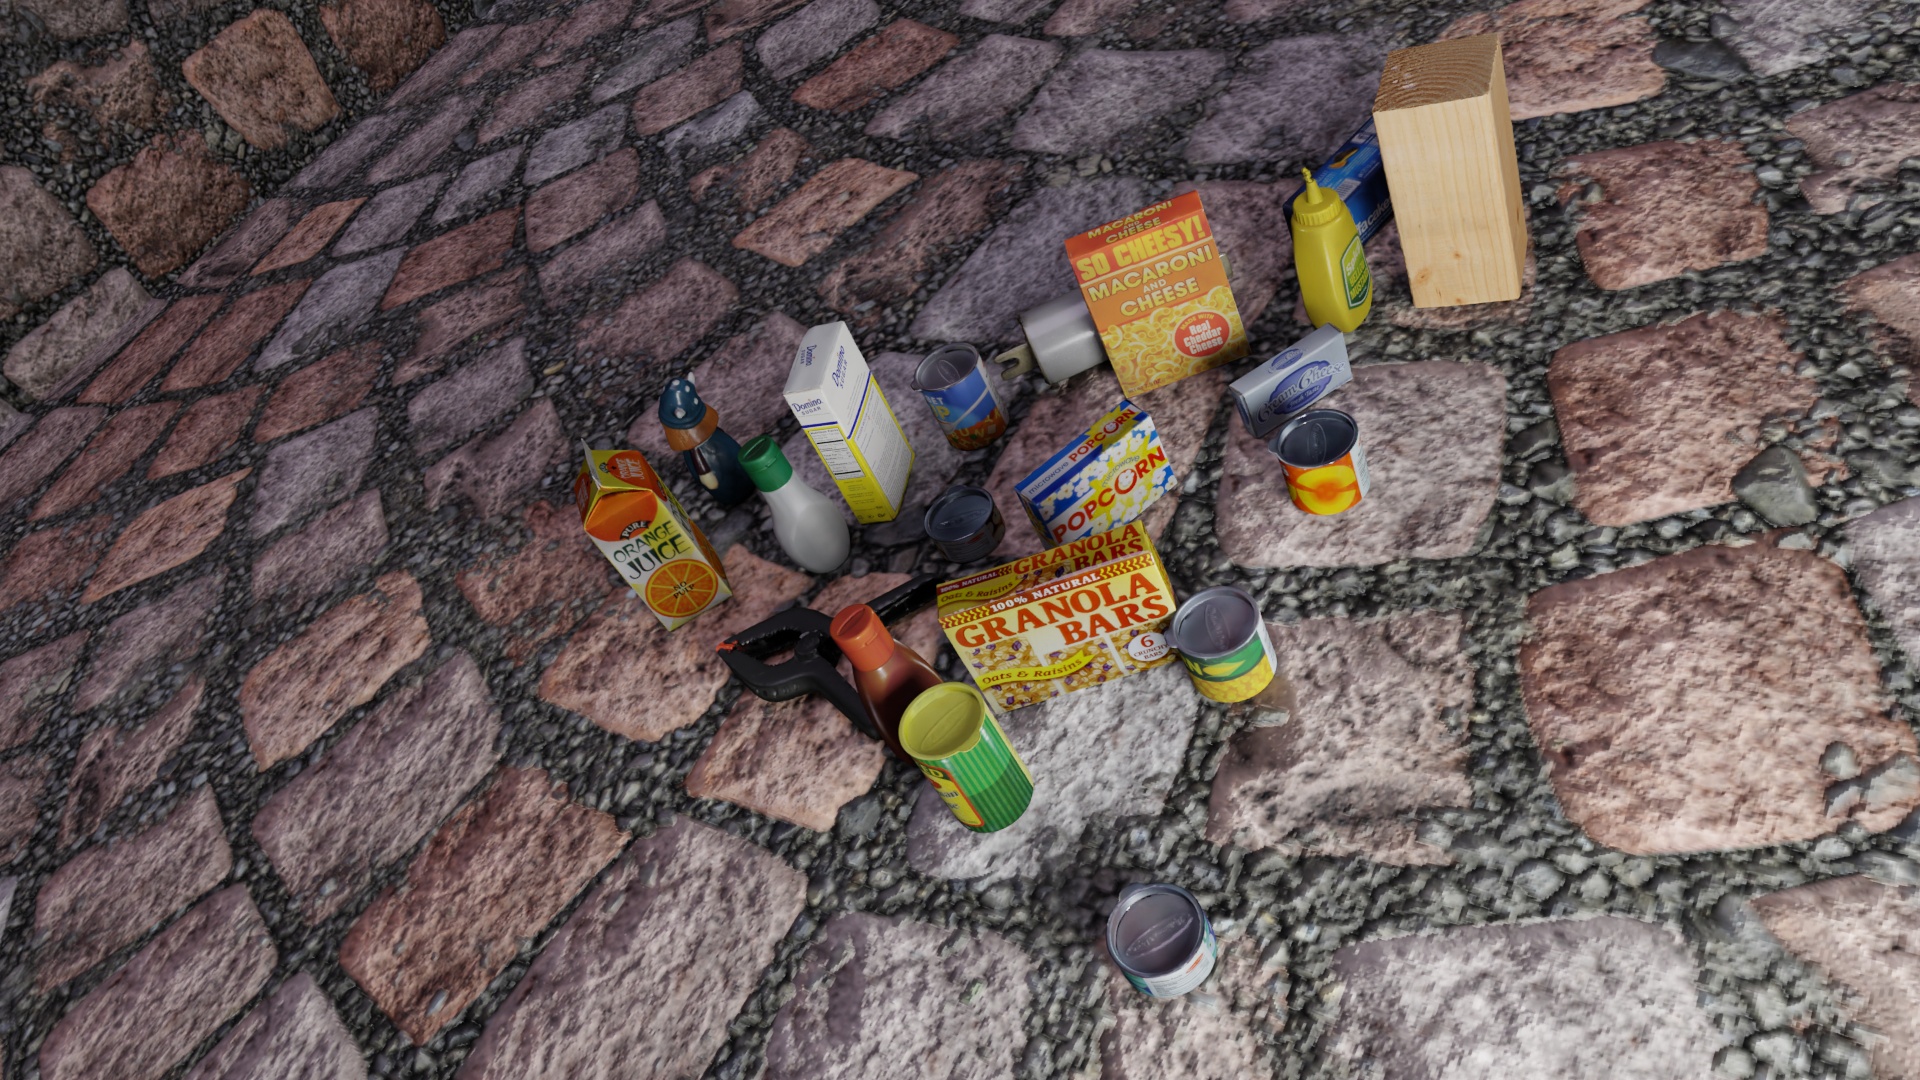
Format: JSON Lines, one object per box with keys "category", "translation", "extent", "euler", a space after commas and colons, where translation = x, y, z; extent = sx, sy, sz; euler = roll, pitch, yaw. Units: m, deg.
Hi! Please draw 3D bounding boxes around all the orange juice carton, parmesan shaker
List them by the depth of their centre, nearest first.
{"category": "parmesan shaker", "translation": [0.007, 0.161, 1.010], "extent": [0.071, 0.102, 0.072], "euler": [-16, 42, 16]}
{"category": "orange juice carton", "translation": [-0.295, -0.011, 1.290], "extent": [0.073, 0.192, 0.072], "euler": [-31, 41, -1]}

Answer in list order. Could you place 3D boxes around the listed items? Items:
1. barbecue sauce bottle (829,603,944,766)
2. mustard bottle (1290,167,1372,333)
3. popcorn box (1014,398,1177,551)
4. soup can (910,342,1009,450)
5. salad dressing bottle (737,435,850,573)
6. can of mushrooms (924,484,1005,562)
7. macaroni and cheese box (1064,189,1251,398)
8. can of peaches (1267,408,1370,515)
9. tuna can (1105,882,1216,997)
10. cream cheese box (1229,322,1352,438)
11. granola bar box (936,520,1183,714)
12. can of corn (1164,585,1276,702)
{"category": "barbecue sauce bottle", "translation": [-0.052, 0.108, 1.063], "extent": [0.065, 0.148, 0.044], "euler": [-46, 43, -17]}
{"category": "mustard bottle", "translation": [0.319, -0.255, 1.209], "extent": [0.049, 0.159, 0.065], "euler": [12, 56, 38]}
{"category": "popcorn box", "translation": [0.115, -0.047, 1.173], "extent": [0.127, 0.085, 0.038], "euler": [-38, 41, -10]}
{"category": "soup can", "translation": [0.000, -0.136, 1.330], "extent": [0.071, 0.083, 0.072], "euler": [-16, 42, 16]}
{"category": "salad dressing bottle", "translation": [-0.152, -0.033, 1.264], "extent": [0.064, 0.147, 0.044], "euler": [-46, 43, -18]}
{"category": "can of mushrooms", "translation": [0.004, -0.016, 1.244], "extent": [0.071, 0.033, 0.071], "euler": [-16, 42, 15]}
{"category": "macaroni and cheese box", "translation": [0.178, -0.218, 1.248], "extent": [0.123, 0.165, 0.040], "euler": [-19, 42, 12]}
{"category": "can of peaches", "translation": [0.287, -0.062, 1.109], "extent": [0.071, 0.058, 0.071], "euler": [-16, 42, 15]}
{"category": "tuna can", "translation": [0.129, 0.256, 0.897], "extent": [0.071, 0.032, 0.071], "euler": [-16, 42, 15]}
{"category": "cream cheese box", "translation": [0.284, -0.136, 1.190], "extent": [0.104, 0.053, 0.024], "euler": [-32, 41, -3]}
{"category": "granola bar box", "translation": [0.081, 0.060, 1.054], "extent": [0.165, 0.123, 0.039], "euler": [-18, 42, 13]}
{"category": "can of corn", "translation": [0.192, 0.078, 1.022], "extent": [0.071, 0.058, 0.071], "euler": [-16, 42, 15]}
